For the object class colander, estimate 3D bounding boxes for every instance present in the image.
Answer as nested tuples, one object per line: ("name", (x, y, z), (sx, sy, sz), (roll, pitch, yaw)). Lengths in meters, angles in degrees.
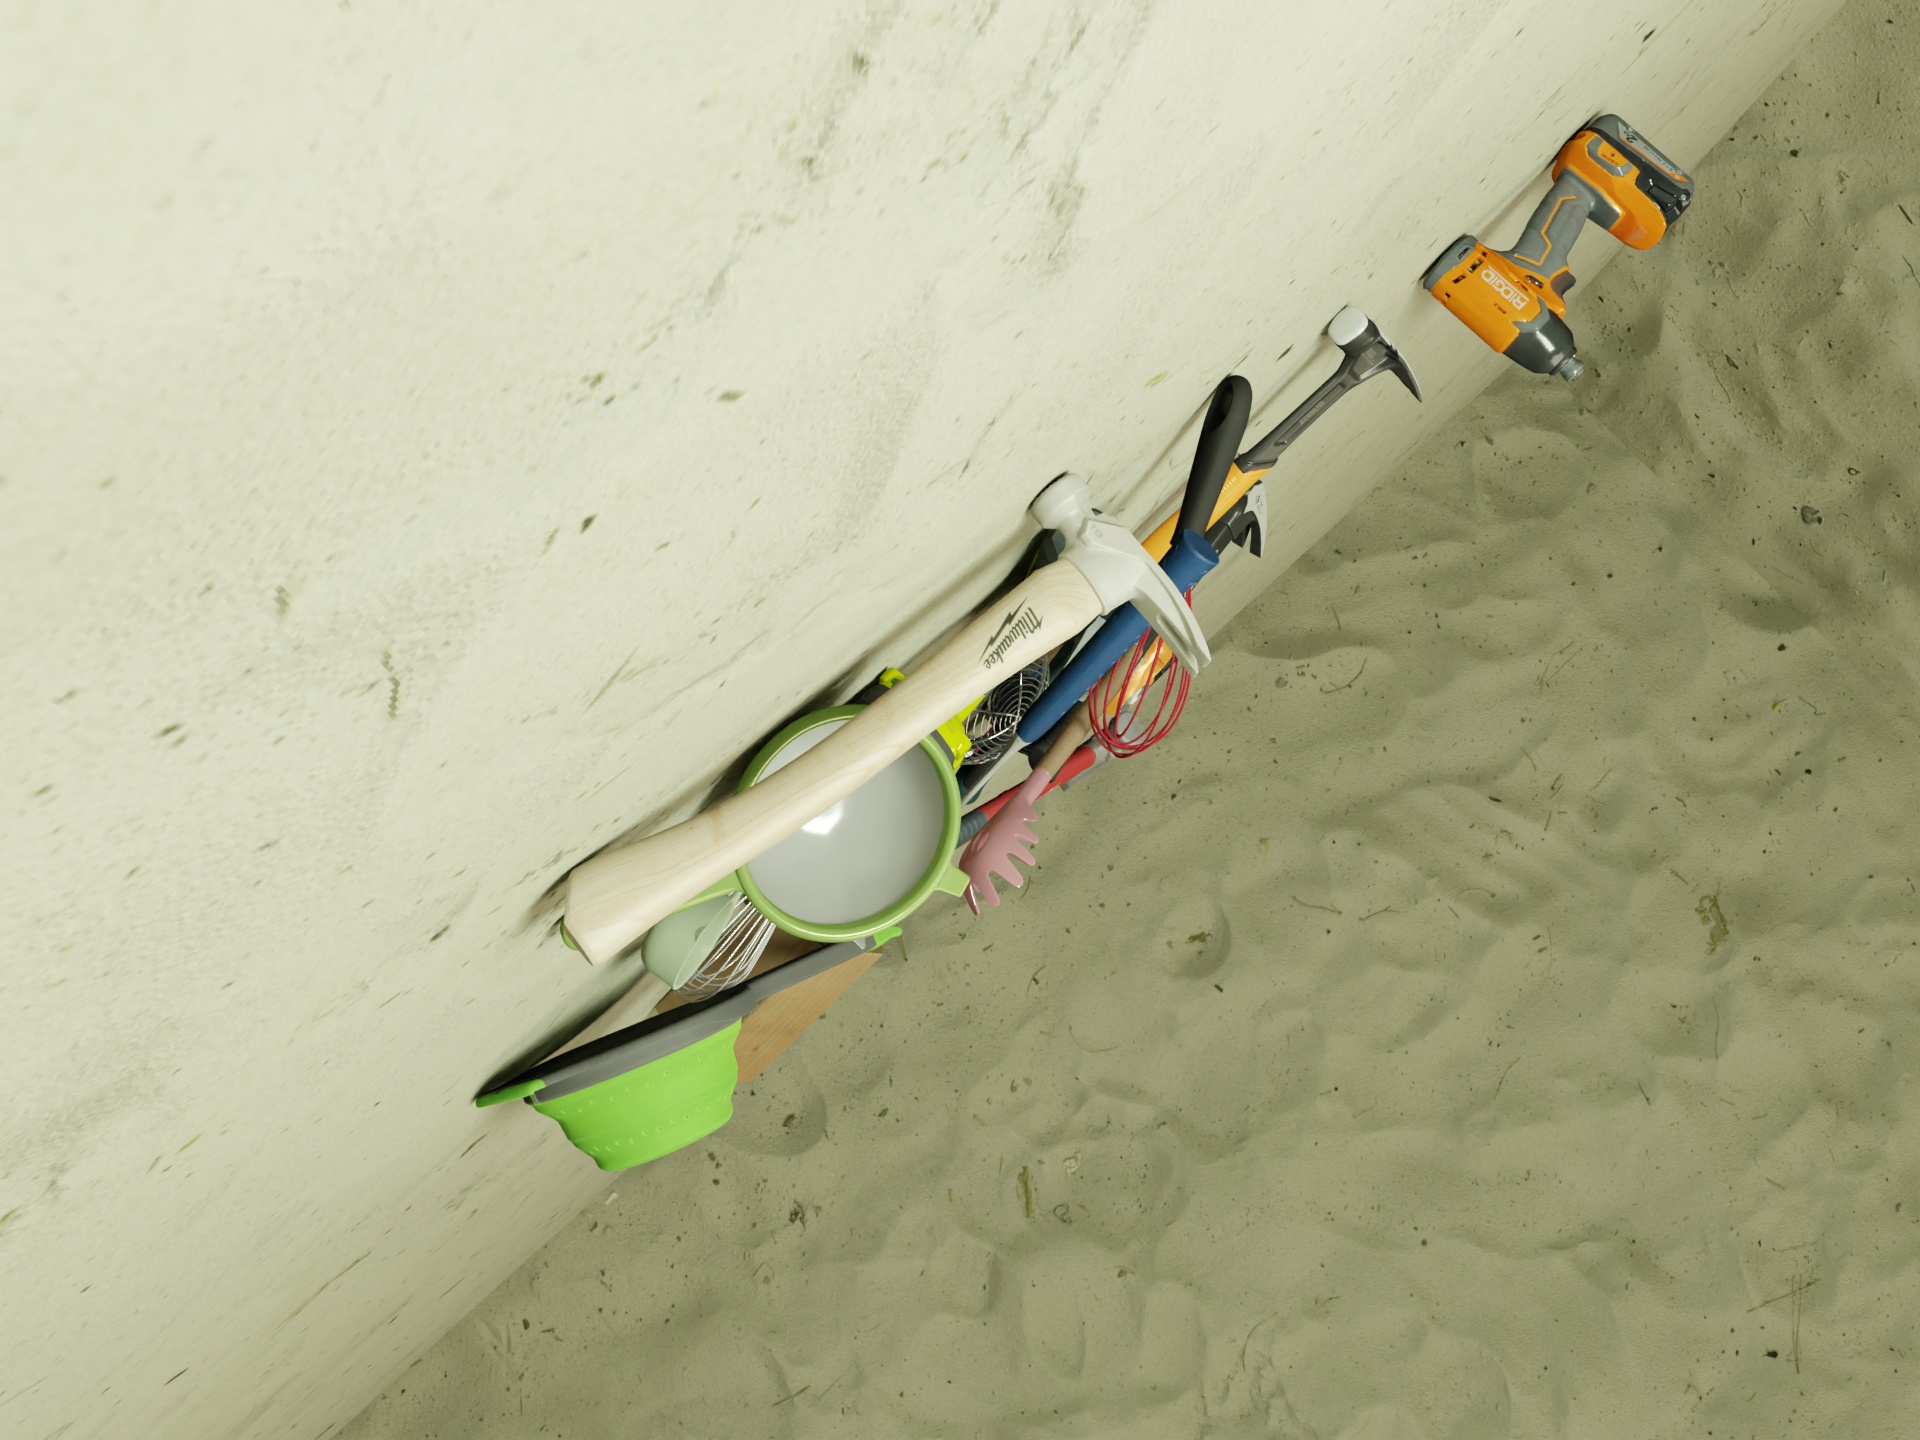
("colander", (-0.186, 0.268, 1.293), (0.397, 0.094, 0.204), (-19, 176, -42))

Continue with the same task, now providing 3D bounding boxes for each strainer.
("strainer", (-0.127, 0.077, 0.985), (0.256, 0.151, 0.069), (-21, -160, -16))

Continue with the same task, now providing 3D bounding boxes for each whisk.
("whisk", (0.159, -0.108, 1.170), (0.073, 0.073, 0.295), (-26, 135, -66))
("whisk", (-0.131, 0.110, 1.264), (0.284, 0.070, 0.070), (-48, 173, -2))

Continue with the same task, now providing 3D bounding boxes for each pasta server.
("pasta server", (0.078, 0.032, 1.210), (0.060, 0.040, 0.316), (-33, -168, 44))

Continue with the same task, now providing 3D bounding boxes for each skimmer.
("skimmer", (-0.002, -0.004, 1.384), (0.127, 0.090, 0.363), (-43, -177, -12))

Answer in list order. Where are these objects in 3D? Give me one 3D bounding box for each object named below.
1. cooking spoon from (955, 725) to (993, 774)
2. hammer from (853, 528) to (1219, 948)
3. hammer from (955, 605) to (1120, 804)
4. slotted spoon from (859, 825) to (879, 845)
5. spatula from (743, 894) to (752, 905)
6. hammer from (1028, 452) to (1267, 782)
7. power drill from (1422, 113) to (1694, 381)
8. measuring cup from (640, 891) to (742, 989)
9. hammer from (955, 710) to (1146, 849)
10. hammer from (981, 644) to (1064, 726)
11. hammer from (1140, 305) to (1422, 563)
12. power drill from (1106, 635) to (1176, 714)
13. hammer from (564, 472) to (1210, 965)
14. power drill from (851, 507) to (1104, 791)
("cooking spoon", (-0.024, 0.082, 1.555), (0.319, 0.017, 0.068), (-43, 158, -36))
("hammer", (0.040, 0.020, 1.169), (0.405, 0.035, 0.144), (-48, 179, 23))
("hammer", (0.065, -0.017, 1.420), (0.331, 0.033, 0.128), (126, -16, -52))
("slotted spoon", (-0.054, 0.074, 1.206), (0.070, 0.031, 0.314), (-53, 179, 2))
("spatula", (-0.102, 0.120, 1.504), (0.317, 0.044, 0.082), (-28, 146, -58))
("hammer", (0.173, -0.082, 1.461), (0.335, 0.035, 0.146), (-53, 153, -4))
("power drill", (0.557, -0.423, 1.453), (0.226, 0.164, 0.084), (-44, 172, -7))
("measuring cup", (-0.174, 0.114, 1.149), (0.168, 0.038, 0.083), (-58, 175, -18))
("hammer", (0.013, 0.098, 1.507), (0.386, 0.038, 0.143), (-28, 173, -39))
("hammer", (0.149, -0.112, 1.570), (0.331, 0.031, 0.130), (-43, 172, 2))
("hammer", (0.237, -0.203, 1.359), (0.337, 0.034, 0.127), (-42, 141, 20))
("power drill", (0.188, -0.089, 1.750), (0.185, 0.084, 0.226), (-45, 168, 7))
("hammer", (-0.041, 0.015, 0.914), (0.410, 0.146, 0.038), (-35, 171, -20))
("power drill", (0.019, -0.038, 1.121), (0.223, 0.080, 0.171), (-44, 173, -17))
